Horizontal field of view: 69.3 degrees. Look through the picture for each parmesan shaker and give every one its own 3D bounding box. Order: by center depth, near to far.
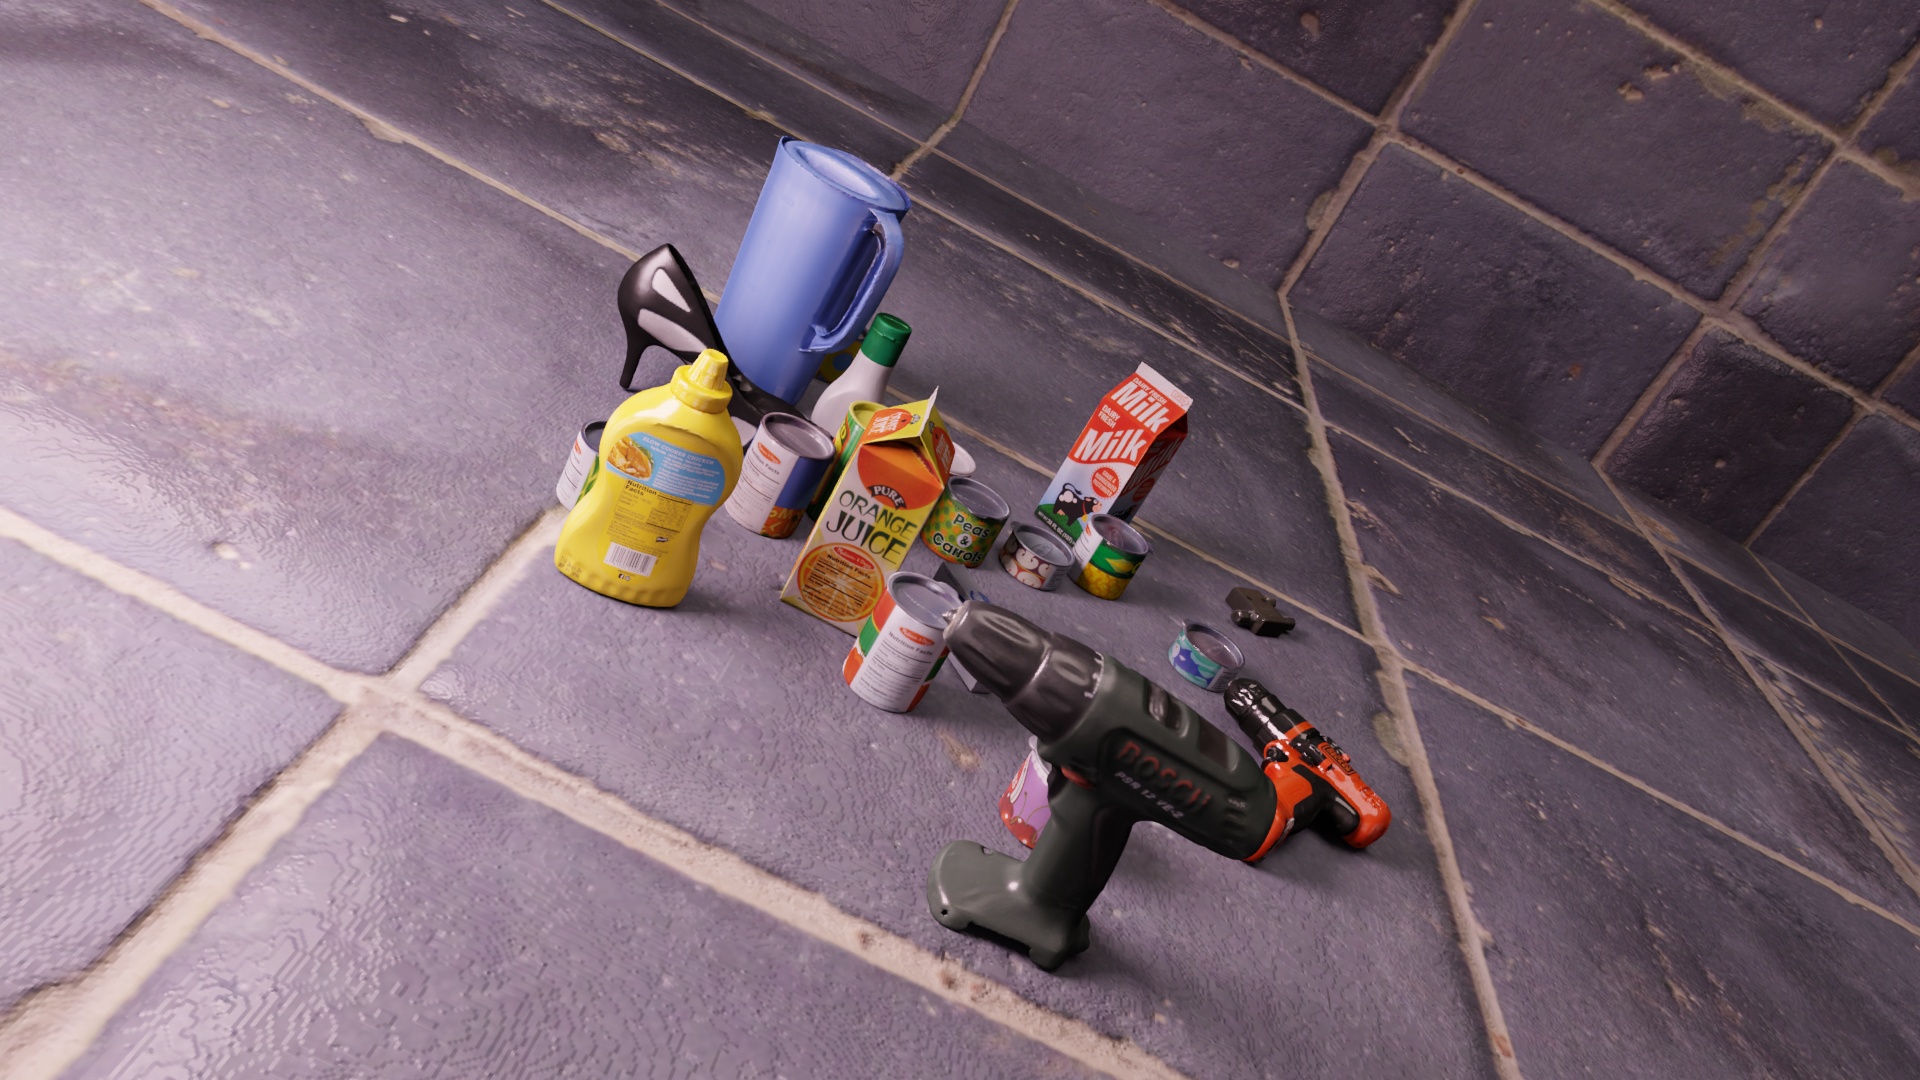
[{"bbox_3d":[-0.088,-0.060,1.207,0.071,0.102,0.071,24,26,-12],"label":"parmesan shaker"}]

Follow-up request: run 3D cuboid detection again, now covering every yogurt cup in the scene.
[{"bbox_3d":[-0.027,-0.063,1.334,0.072,0.053,0.073,24,26,-12],"label":"yogurt cup"}]

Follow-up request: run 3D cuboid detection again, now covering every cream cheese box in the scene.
[{"bbox_3d":[0.005,0.070,1.123,0.024,0.053,0.104,8,33,-39],"label":"cream cheese box"}]

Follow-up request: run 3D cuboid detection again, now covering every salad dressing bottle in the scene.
[{"bbox_3d":[-0.092,-0.142,1.302,0.064,0.147,0.044,25,25,-10],"label":"salad dressing bottle"}]

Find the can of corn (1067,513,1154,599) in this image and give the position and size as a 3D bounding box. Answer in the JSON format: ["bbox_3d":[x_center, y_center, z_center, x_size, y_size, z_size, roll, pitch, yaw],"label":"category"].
[{"bbox_3d":[0.145,0.017,1.360,0.071,0.058,0.071,24,26,-12],"label":"can of corn"}]

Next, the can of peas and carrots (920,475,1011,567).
[{"bbox_3d":[0.005,-0.016,1.274,0.071,0.058,0.071,24,26,-12],"label":"can of peas and carrots"}]

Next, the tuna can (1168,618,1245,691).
[{"bbox_3d":[0.230,0.108,1.310,0.071,0.032,0.071,24,26,-12],"label":"tuna can"}]

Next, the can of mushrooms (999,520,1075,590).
[{"bbox_3d":[0.070,0.014,1.317,0.071,0.033,0.071,24,26,-12],"label":"can of mushrooms"}]

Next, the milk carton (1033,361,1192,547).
[{"bbox_3d":[0.161,-0.083,1.409,0.072,0.189,0.073,42,27,24],"label":"milk carton"}]

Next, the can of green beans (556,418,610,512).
[{"bbox_3d":[-0.266,-0.051,1.057,0.071,0.057,0.071,24,26,-12],"label":"can of green beans"}]

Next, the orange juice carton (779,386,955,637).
[{"bbox_3d":[-0.063,-0.028,1.069,0.073,0.191,0.072,27,25,-6],"label":"orange juice carton"}]

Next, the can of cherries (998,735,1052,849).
[{"bbox_3d":[0.066,0.179,0.981,0.071,0.058,0.072,24,26,-12],"label":"can of cherries"}]

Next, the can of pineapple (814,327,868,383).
[{"bbox_3d":[-0.137,-0.208,1.482,0.071,0.057,0.071,24,26,-12],"label":"can of pineapple"}]

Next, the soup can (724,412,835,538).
[{"bbox_3d":[-0.149,-0.054,1.155,0.071,0.083,0.072,24,26,-12],"label":"soup can"}]

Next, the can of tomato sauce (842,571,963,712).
[{"bbox_3d":[-0.041,0.075,1.031,0.071,0.082,0.071,24,26,-12],"label":"can of tomato sauce"}]
